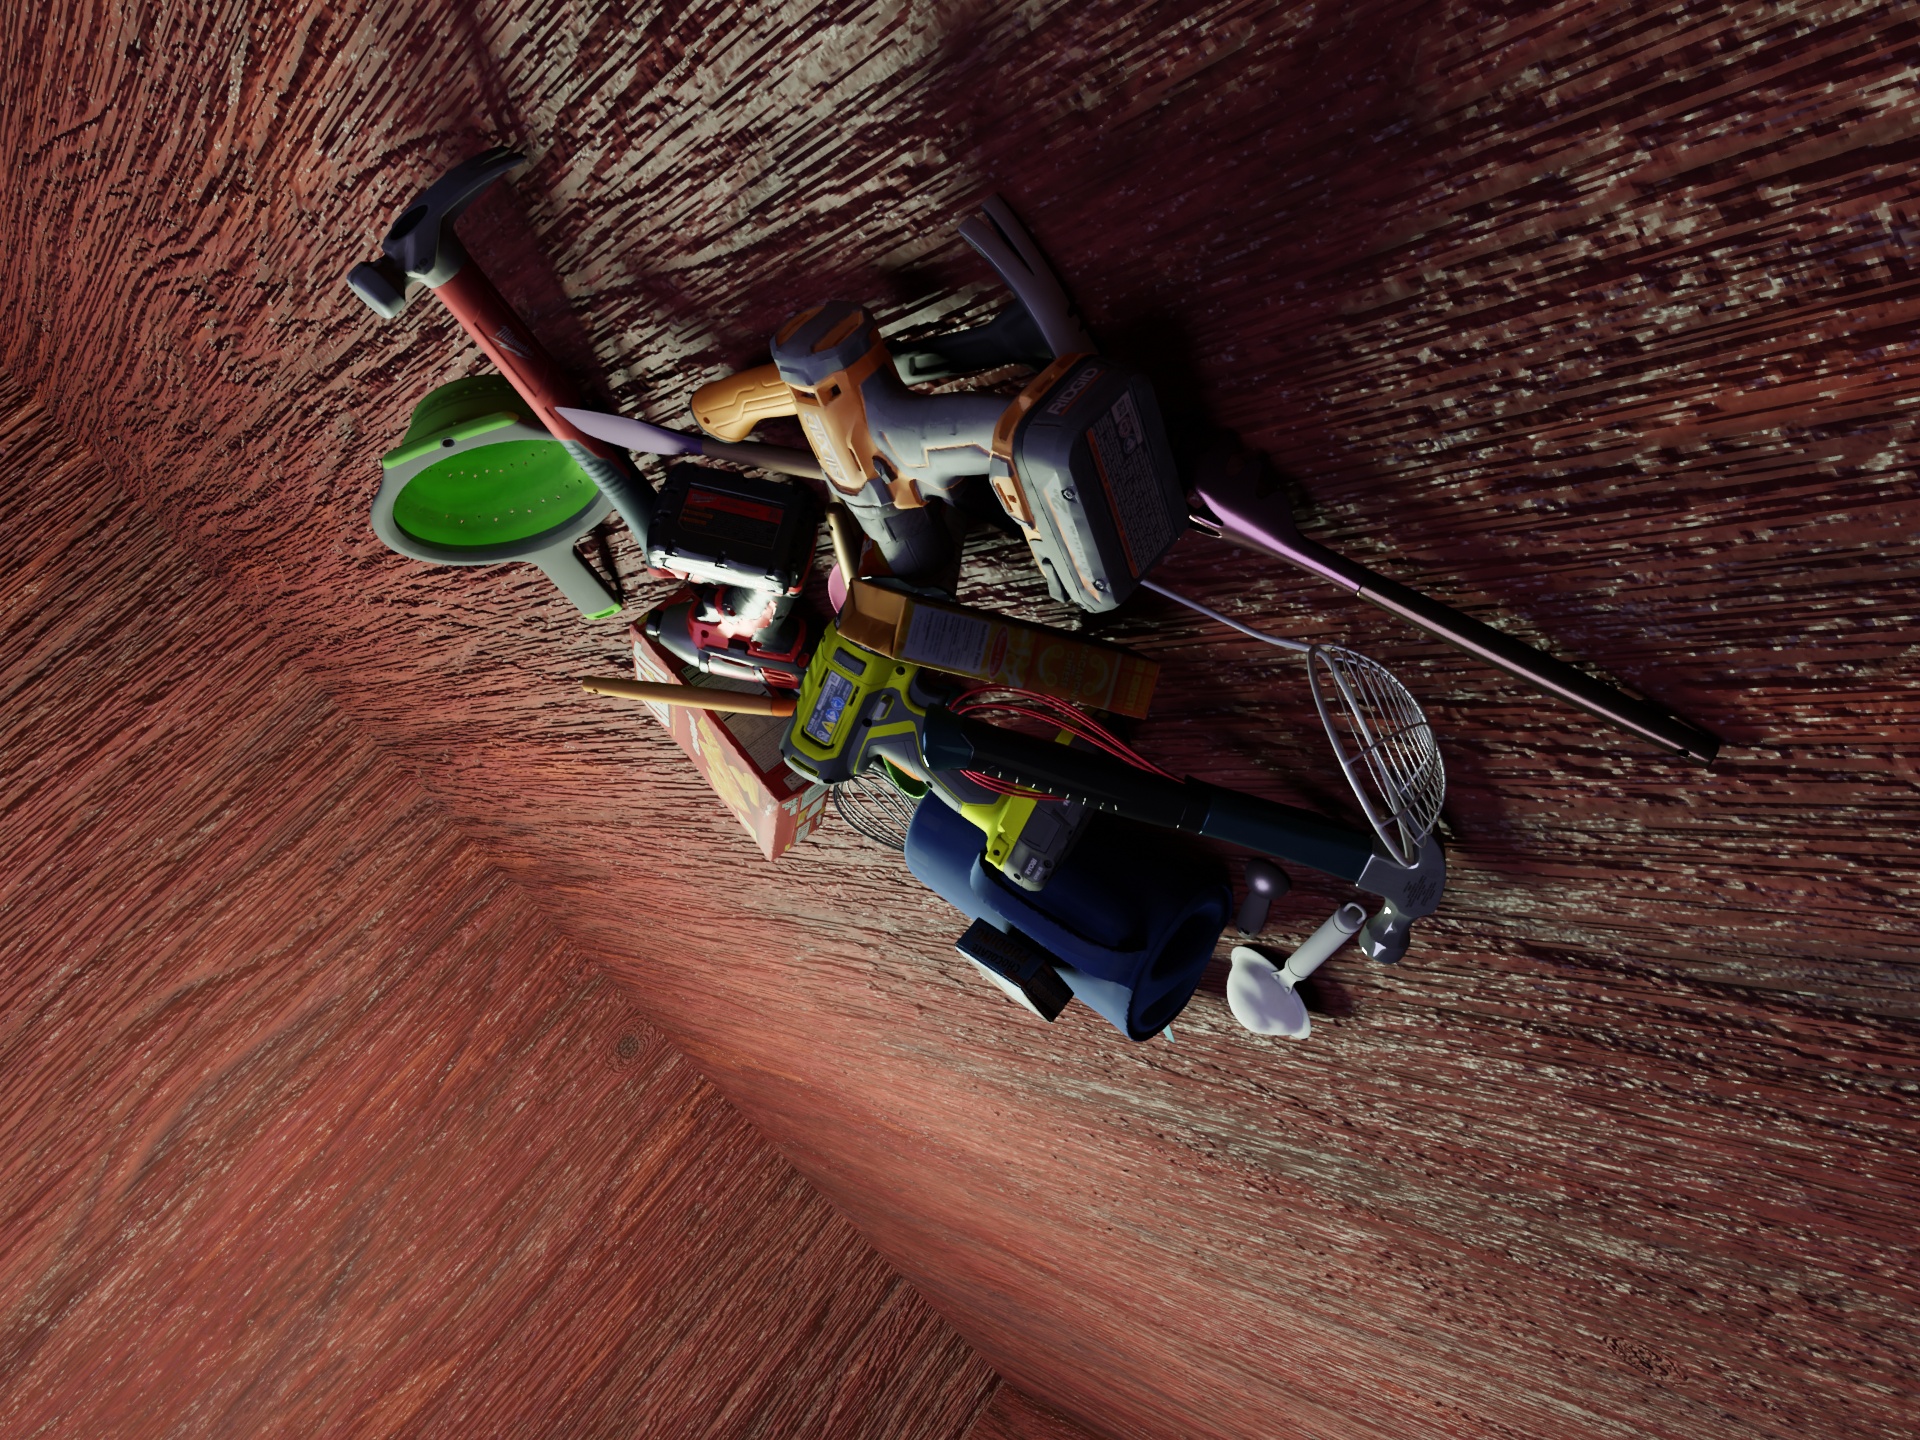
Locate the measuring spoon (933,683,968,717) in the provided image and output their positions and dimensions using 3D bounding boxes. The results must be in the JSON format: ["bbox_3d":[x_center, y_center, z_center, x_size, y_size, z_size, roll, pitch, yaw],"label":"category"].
[{"bbox_3d":[-0.023,-0.011,1.269,0.042,0.021,0.128,54,162,-10],"label":"measuring spoon"}]

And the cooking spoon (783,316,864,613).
[{"bbox_3d":[-0.081,-0.152,1.113,0.069,0.017,0.318,16,147,21],"label":"cooking spoon"}]

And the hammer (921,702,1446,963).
[{"bbox_3d":[0.134,0.054,0.965,0.331,0.033,0.128,16,128,0],"label":"hammer"}]

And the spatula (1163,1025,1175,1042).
[{"bbox_3d":[0.066,0.180,1.416,0.318,0.044,0.082,26,157,31],"label":"spatula"}]

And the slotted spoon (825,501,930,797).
[{"bbox_3d":[-0.061,-0.048,1.208,0.070,0.031,0.313,36,156,33],"label":"slotted spoon"}]

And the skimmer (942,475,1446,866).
[{"bbox_3d":[0.119,-0.042,0.922,0.363,0.090,0.127,30,-175,28],"label":"skimmer"}]

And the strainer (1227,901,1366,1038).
[{"bbox_3d":[0.245,0.185,1.177,0.087,0.050,0.258,50,155,16],"label":"strainer"}]

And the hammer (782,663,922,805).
[{"bbox_3d":[-0.019,0.077,1.379,0.335,0.035,0.146,37,154,9],"label":"hammer"}]

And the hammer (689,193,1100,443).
[{"bbox_3d":[-0.062,-0.212,0.940,0.337,0.034,0.127,1,135,48],"label":"hammer"}]

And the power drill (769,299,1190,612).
[{"bbox_3d":[0.010,-0.127,0.864,0.226,0.084,0.185,21,149,39],"label":"power drill"}]

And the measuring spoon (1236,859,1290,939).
[{"bbox_3d":[0.214,0.139,1.165,0.034,0.018,0.124,33,155,17],"label":"measuring spoon"}]

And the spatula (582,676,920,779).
[{"bbox_3d":[-0.177,-0.007,1.305,0.323,0.041,0.080,7,143,22],"label":"spatula"}]

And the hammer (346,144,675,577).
[{"bbox_3d":[-0.284,-0.241,1.192,0.038,0.143,0.385,33,167,35],"label":"hammer"}]

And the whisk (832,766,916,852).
[{"bbox_3d":[-0.017,0.118,1.352,0.239,0.055,0.055,41,156,-12],"label":"whisk"}]

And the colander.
[{"bbox_3d":[-0.375,-0.192,1.375,0.396,0.204,0.095,70,180,-72],"label":"colander"}]

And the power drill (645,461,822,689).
[{"bbox_3d":[-0.178,-0.100,1.225,0.143,0.079,0.219,13,154,0],"label":"power drill"}]

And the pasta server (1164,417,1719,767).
[{"bbox_3d":[0.232,-0.063,0.806,0.316,0.040,0.060,29,153,15],"label":"pasta server"}]

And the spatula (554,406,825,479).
[{"bbox_3d":[-0.152,-0.184,1.094,0.316,0.018,0.059,15,168,30],"label":"spatula"}]

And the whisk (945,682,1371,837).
[{"bbox_3d":[0.122,0.039,1.015,0.296,0.073,0.073,17,152,3],"label":"whisk"}]

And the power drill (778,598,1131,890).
[{"bbox_3d":[-0.002,-0.004,1.117,0.228,0.080,0.190,31,116,10],"label":"power drill"}]
